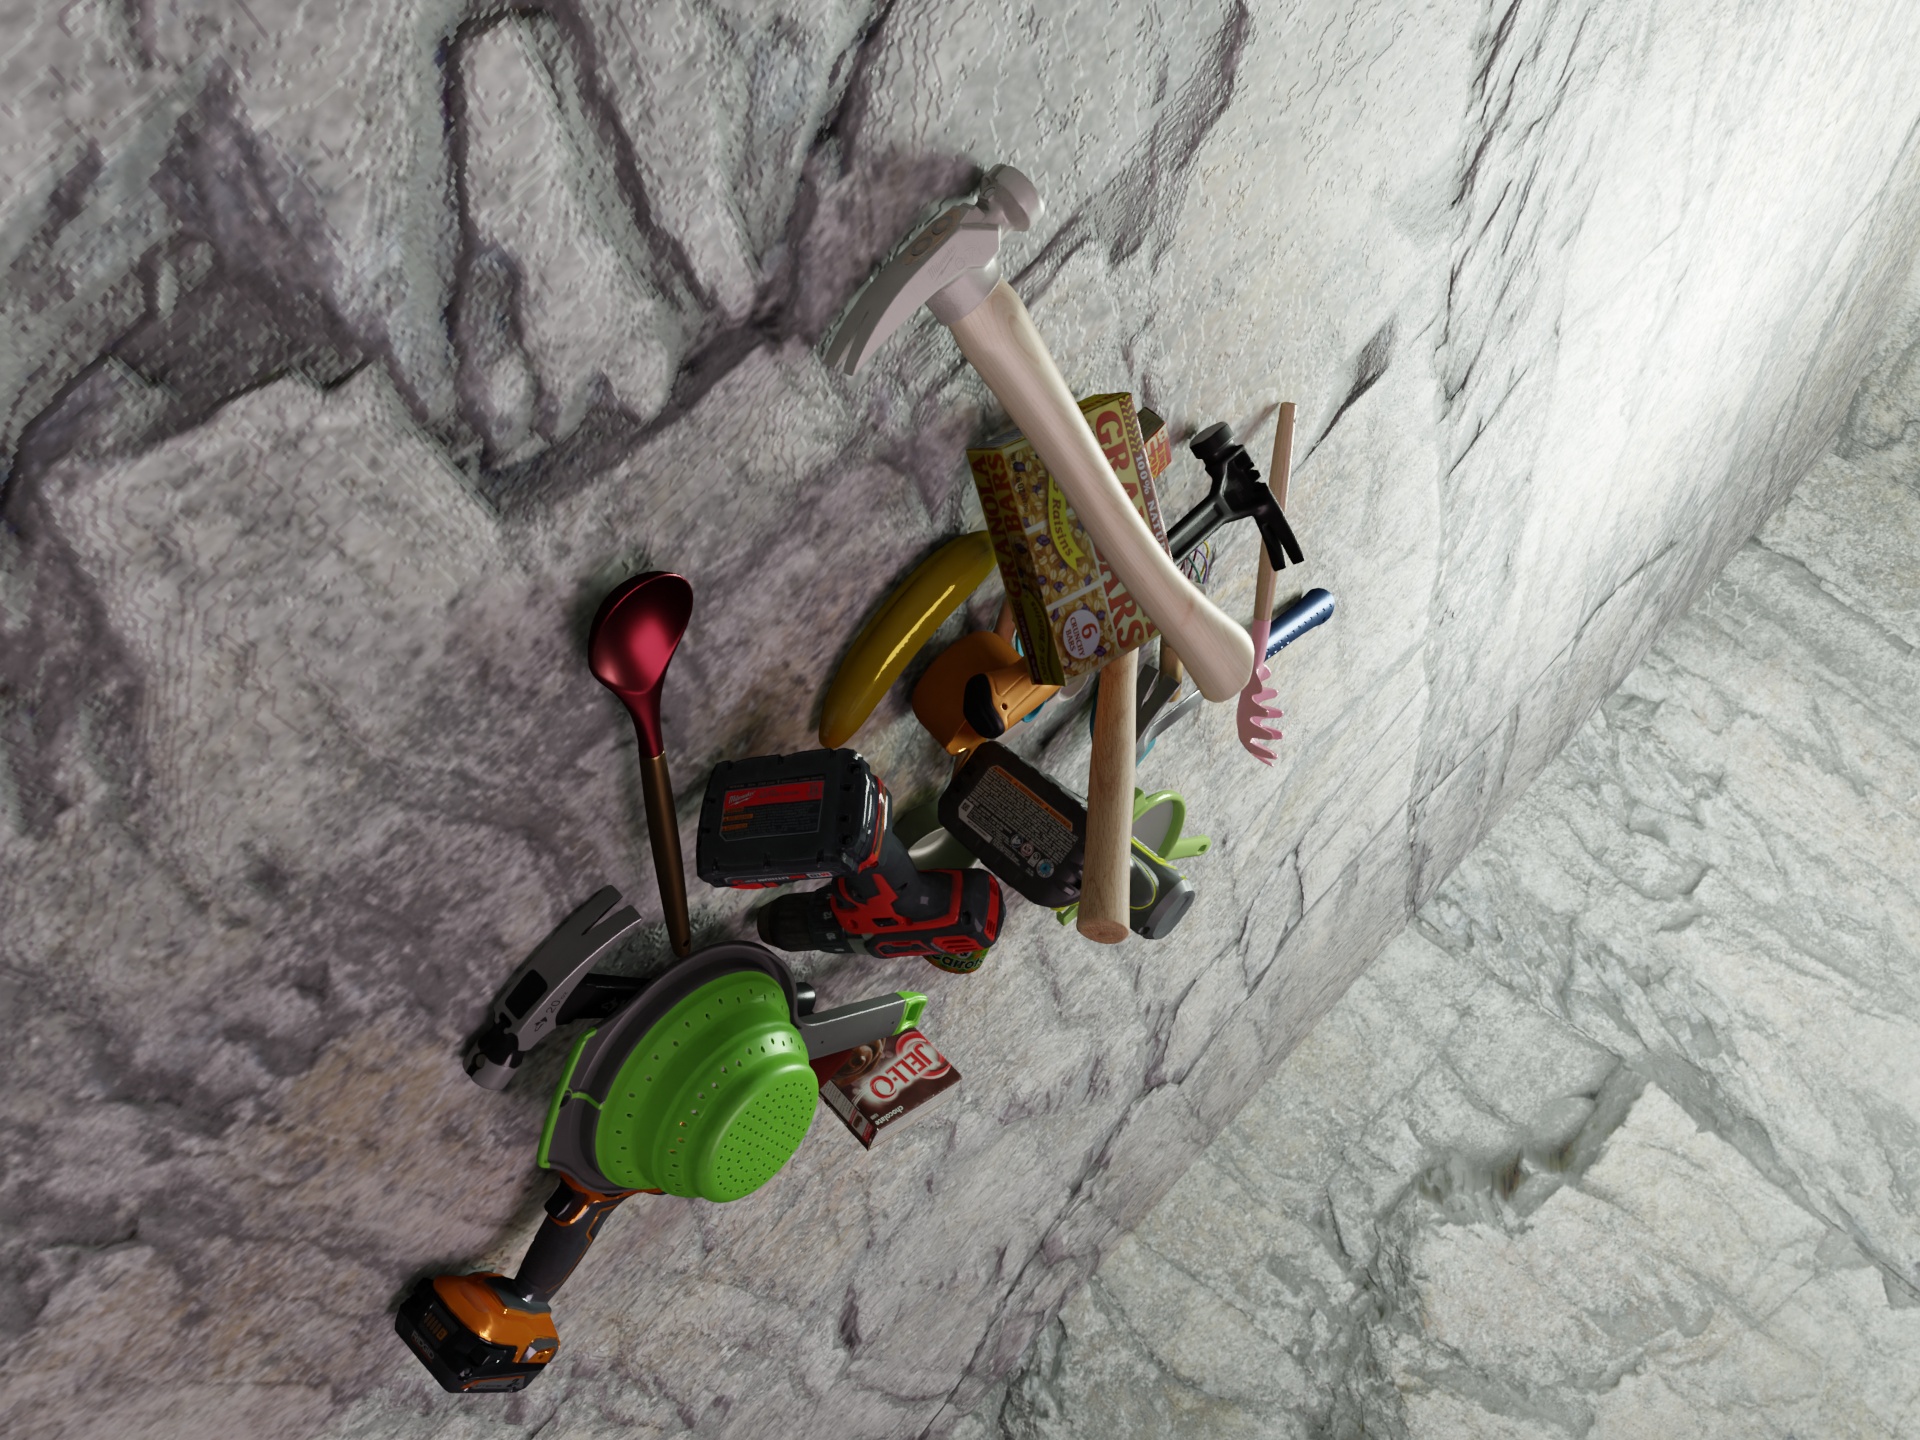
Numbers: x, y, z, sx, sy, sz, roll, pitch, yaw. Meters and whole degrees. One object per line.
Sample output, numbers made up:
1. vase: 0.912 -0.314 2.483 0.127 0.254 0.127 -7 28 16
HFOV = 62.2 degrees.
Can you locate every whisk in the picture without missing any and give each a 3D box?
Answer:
1. whisk: 0.188 -0.083 1.372 0.047 0.051 0.244 -47 157 -19

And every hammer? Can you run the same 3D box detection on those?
1. hammer: 0.124 -0.086 1.151 0.337 0.127 0.034 -41 -167 -32
2. hammer: 0.108 0.009 1.134 0.031 0.130 0.332 117 -14 -50
3. hammer: 0.245 -0.046 1.448 0.405 0.035 0.144 -33 148 -47
4. hammer: 0.077 -0.134 0.984 0.146 0.038 0.410 -46 131 -6
5. hammer: -0.199 0.196 1.143 0.146 0.035 0.334 -53 153 7

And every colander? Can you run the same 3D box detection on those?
1. colander: -0.120 0.261 1.166 0.397 0.095 0.204 -1 117 -56

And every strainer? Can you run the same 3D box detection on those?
1. strainer: 0.171 0.115 1.568 0.256 0.069 0.151 1 122 -58

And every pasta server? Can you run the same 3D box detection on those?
1. pasta server: 0.268 -0.112 1.357 0.060 0.040 0.316 -44 141 -62

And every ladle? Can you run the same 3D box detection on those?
1. ladle: -0.179 0.036 0.944 0.069 0.031 0.315 -32 142 -32

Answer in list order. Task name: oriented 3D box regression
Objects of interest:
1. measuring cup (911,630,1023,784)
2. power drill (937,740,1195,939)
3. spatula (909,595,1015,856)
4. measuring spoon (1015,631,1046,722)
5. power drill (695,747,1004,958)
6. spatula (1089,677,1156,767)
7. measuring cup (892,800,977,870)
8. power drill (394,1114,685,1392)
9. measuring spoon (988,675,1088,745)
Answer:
1. measuring cup: -0.002 -0.004 1.181 0.095 0.052 0.173 -37 166 -27
2. power drill: 0.073 0.086 1.237 0.080 0.191 0.228 -54 155 4
3. spatula: 0.003 0.029 1.257 0.059 0.018 0.315 -18 140 -35
4. measuring spoon: 0.047 -0.042 1.227 0.042 0.021 0.128 -54 156 -19
5. power drill: -0.093 0.106 1.085 0.226 0.188 0.080 48 41 -54
6. spatula: 0.141 -0.069 1.314 0.082 0.044 0.317 -43 152 -31
7. measuring cup: -0.006 0.118 1.303 0.083 0.038 0.167 -35 144 3
8. power drill: -0.303 0.376 1.166 0.226 0.084 0.164 -51 153 -7
9. measuring spoon: 0.053 -0.007 1.298 0.124 0.018 0.034 -38 153 -10
